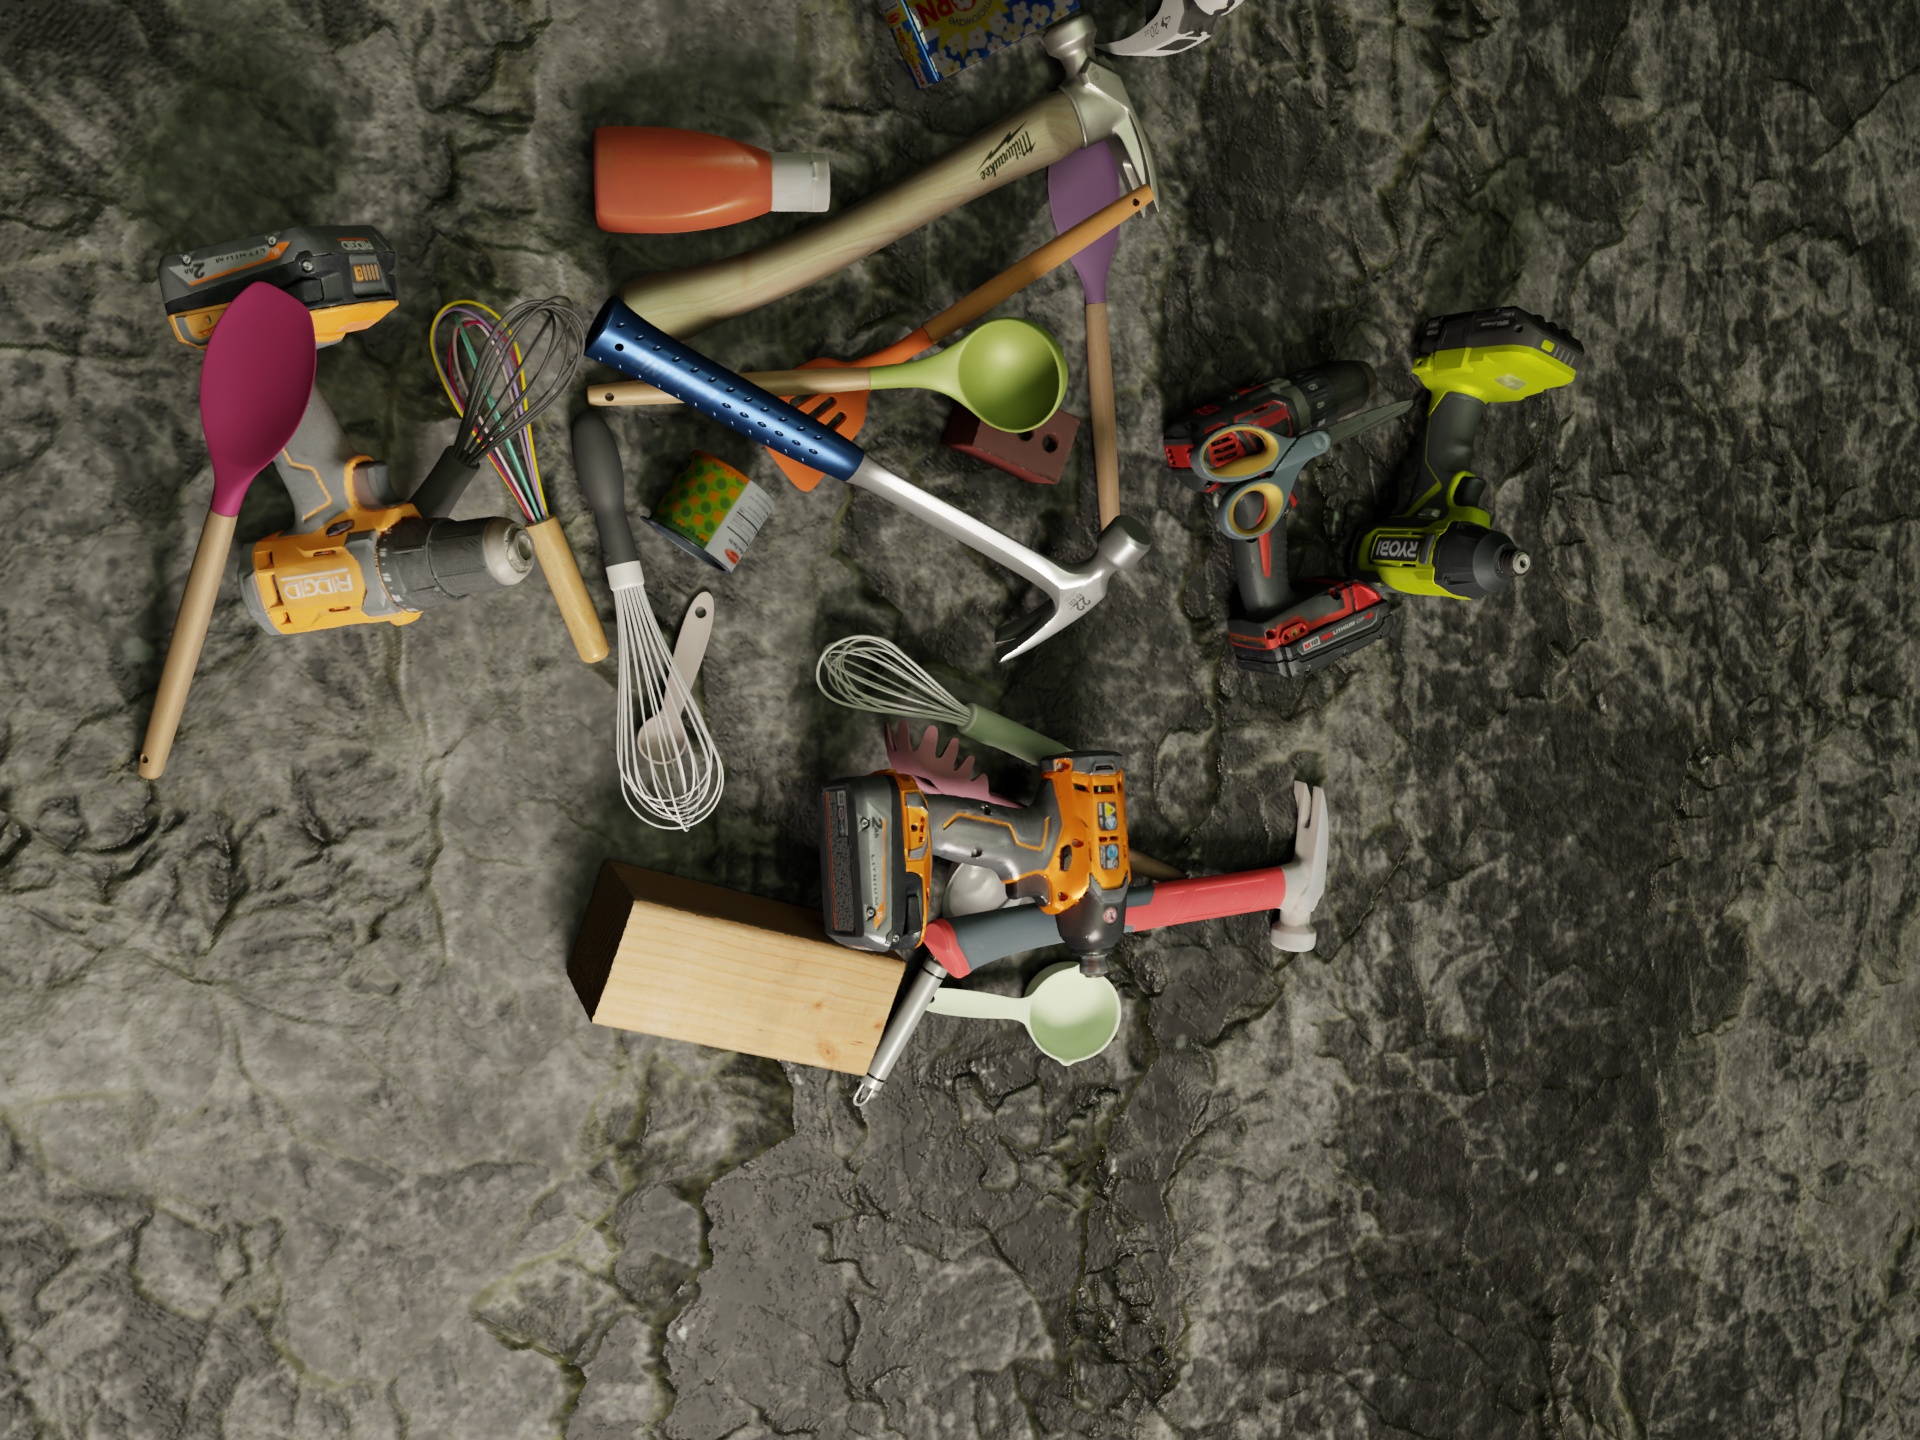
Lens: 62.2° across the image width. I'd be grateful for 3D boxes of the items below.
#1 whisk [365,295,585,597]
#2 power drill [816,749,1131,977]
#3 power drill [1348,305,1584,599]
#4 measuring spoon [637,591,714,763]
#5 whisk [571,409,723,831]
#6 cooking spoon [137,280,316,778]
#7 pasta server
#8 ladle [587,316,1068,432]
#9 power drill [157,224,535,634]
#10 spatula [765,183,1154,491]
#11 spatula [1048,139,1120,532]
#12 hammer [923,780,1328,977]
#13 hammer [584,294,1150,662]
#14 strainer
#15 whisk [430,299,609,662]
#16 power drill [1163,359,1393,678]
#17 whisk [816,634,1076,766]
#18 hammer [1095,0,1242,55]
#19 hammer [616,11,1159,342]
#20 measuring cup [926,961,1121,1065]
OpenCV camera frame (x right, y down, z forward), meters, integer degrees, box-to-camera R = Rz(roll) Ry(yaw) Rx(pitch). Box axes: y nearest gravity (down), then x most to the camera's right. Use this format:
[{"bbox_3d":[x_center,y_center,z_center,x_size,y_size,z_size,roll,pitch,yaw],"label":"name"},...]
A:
[{"bbox_3d":[-0.303,-0.160,0.969,0.055,0.055,0.239,31,111,-27],"label":"whisk"},{"bbox_3d":[0.020,0.107,1.115,0.226,0.084,0.164,-2,86,-28],"label":"power drill"},{"bbox_3d":[0.409,-0.208,1.272,0.080,0.171,0.223,17,89,-27],"label":"power drill"},{"bbox_3d":[-0.195,-0.030,1.104,0.034,0.018,0.124,19,85,-24],"label":"measuring spoon"},{"bbox_3d":[-0.214,-0.064,1.050,0.070,0.070,0.284,-15,96,-23],"label":"whisk"},{"bbox_3d":[-0.427,-0.098,0.909,0.069,0.017,0.318,30,112,7],"label":"cooking spoon"},{"bbox_3d":[0.067,0.073,1.230,0.316,0.060,0.040,24,72,-33],"label":"pasta server"},{"bbox_3d":[-0.086,-0.224,1.061,0.320,0.062,0.078,-6,116,-11],"label":"ladle"},{"bbox_3d":[-0.350,-0.166,0.919,0.185,0.084,0.226,-5,105,19],"label":"power drill"},{"bbox_3d":[-0.001,-0.280,1.107,0.322,0.041,0.081,-33,113,1],"label":"spatula"},{"bbox_3d":[0.101,-0.286,1.191,0.059,0.018,0.316,-11,103,-22],"label":"spatula"},{"bbox_3d":[0.142,0.133,1.251,0.386,0.038,0.143,-4,102,-34],"label":"hammer"},{"bbox_3d":[-0.066,-0.163,1.077,0.405,0.035,0.144,26,127,-28],"label":"hammer"},{"bbox_3d":[-0.017,0.180,1.210,0.086,0.050,0.258,29,90,-47],"label":"strainer"},{"bbox_3d":[-0.276,-0.150,1.024,0.047,0.051,0.244,-28,114,-24],"label":"whisk"},{"bbox_3d":[0.272,-0.166,1.267,0.188,0.080,0.226,-25,106,-19],"label":"power drill"},{"bbox_3d":[-0.002,-0.004,1.184,0.246,0.058,0.059,24,112,-31],"label":"whisk"},{"bbox_3d":[0.124,-0.628,1.095,0.035,0.146,0.335,-9,92,-24],"label":"hammer"},{"bbox_3d":[-0.049,-0.338,1.093,0.410,0.038,0.146,-31,106,-16],"label":"hammer"},{"bbox_3d":[0.042,0.223,1.258,0.167,0.038,0.083,8,95,-10],"label":"measuring cup"}]
